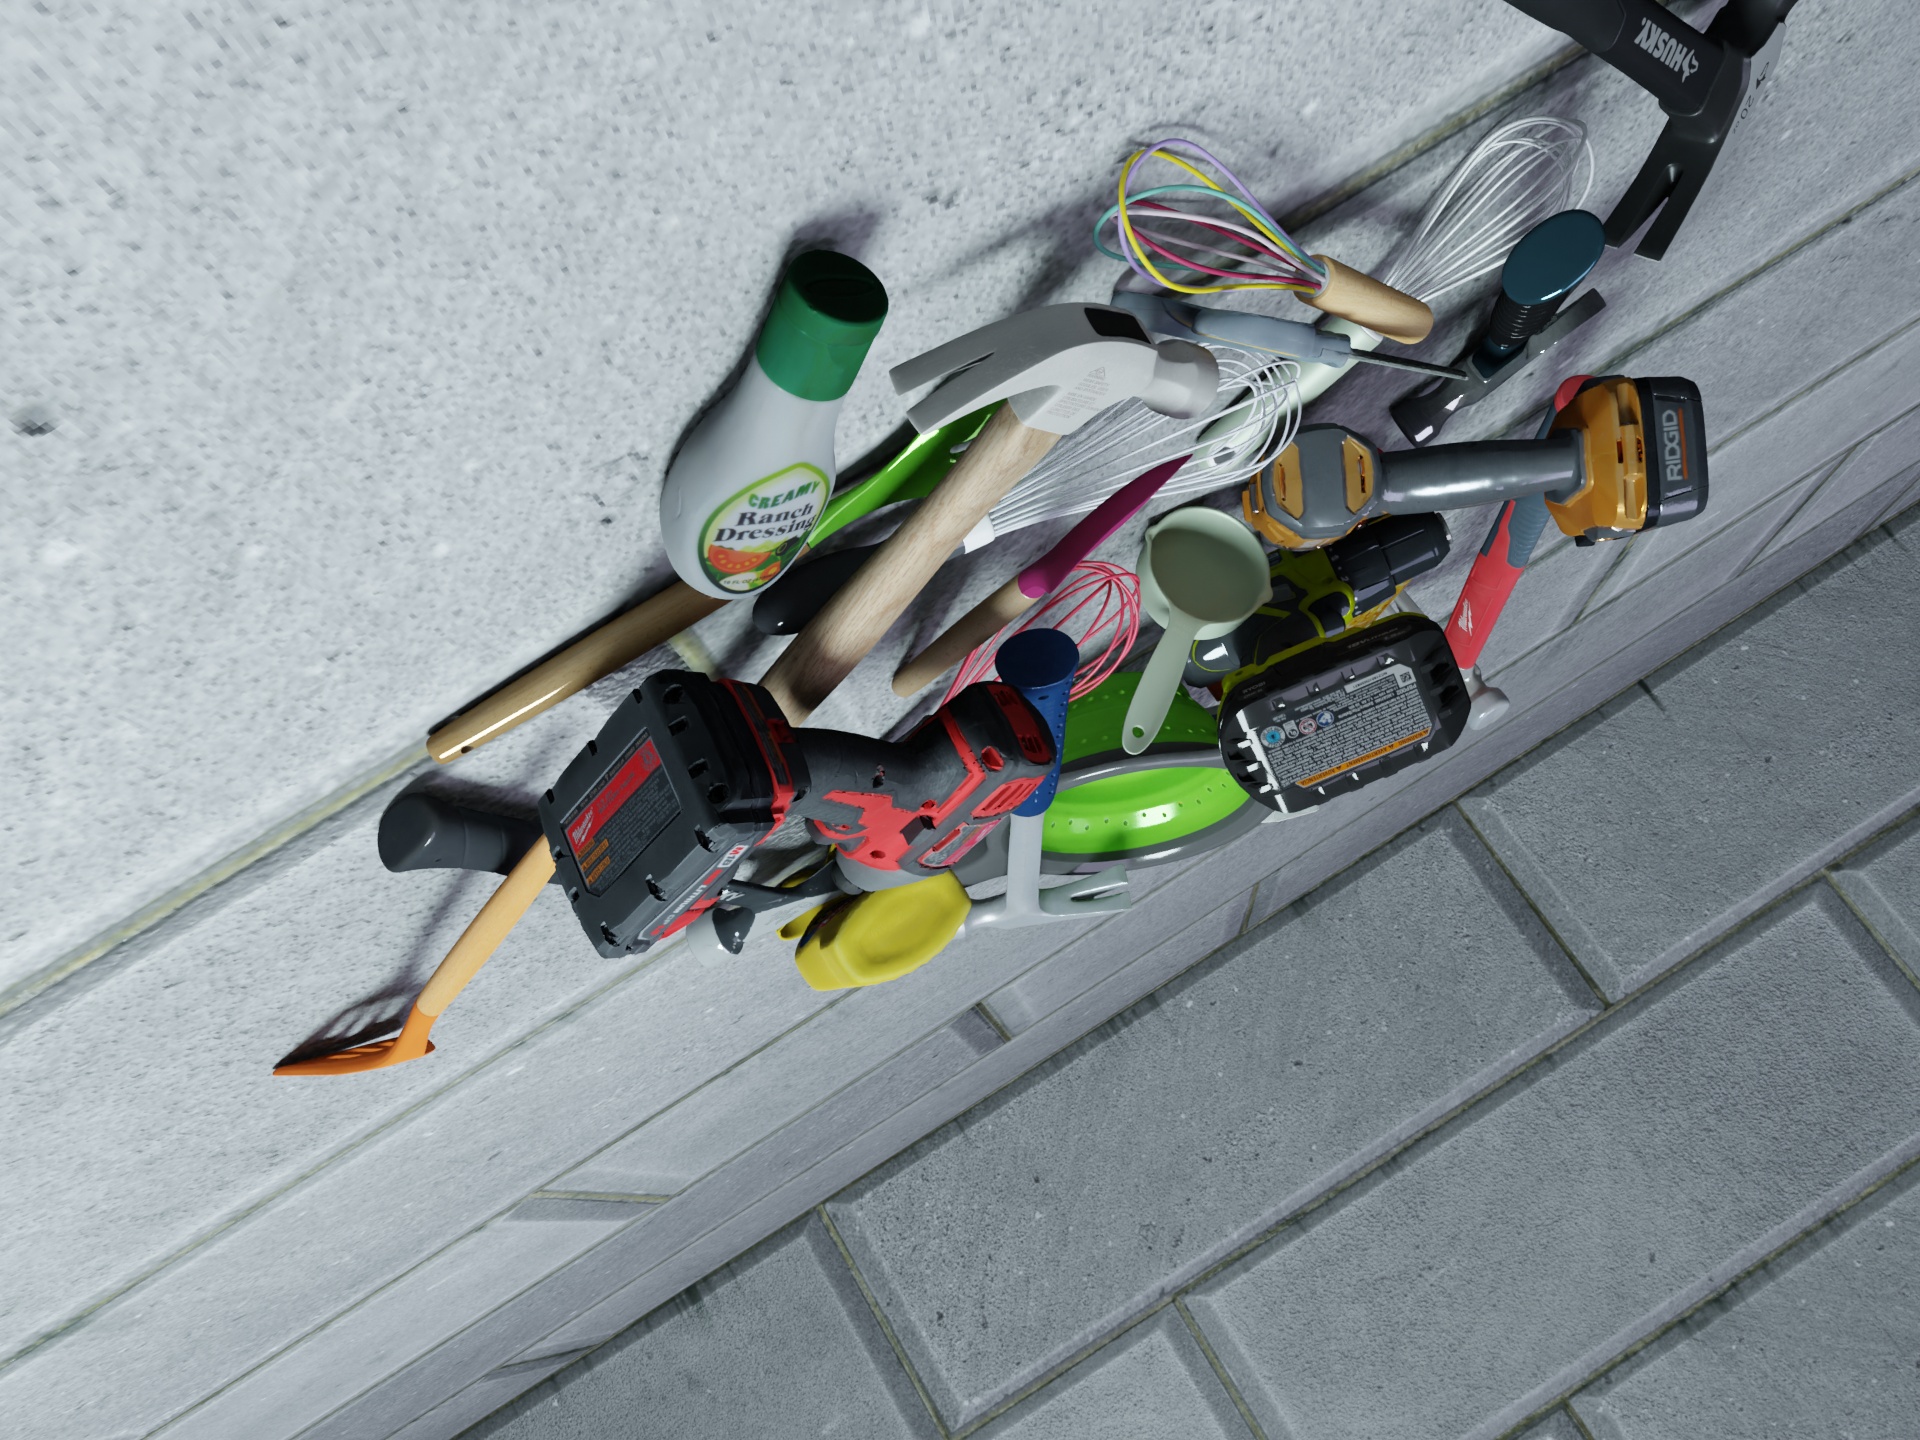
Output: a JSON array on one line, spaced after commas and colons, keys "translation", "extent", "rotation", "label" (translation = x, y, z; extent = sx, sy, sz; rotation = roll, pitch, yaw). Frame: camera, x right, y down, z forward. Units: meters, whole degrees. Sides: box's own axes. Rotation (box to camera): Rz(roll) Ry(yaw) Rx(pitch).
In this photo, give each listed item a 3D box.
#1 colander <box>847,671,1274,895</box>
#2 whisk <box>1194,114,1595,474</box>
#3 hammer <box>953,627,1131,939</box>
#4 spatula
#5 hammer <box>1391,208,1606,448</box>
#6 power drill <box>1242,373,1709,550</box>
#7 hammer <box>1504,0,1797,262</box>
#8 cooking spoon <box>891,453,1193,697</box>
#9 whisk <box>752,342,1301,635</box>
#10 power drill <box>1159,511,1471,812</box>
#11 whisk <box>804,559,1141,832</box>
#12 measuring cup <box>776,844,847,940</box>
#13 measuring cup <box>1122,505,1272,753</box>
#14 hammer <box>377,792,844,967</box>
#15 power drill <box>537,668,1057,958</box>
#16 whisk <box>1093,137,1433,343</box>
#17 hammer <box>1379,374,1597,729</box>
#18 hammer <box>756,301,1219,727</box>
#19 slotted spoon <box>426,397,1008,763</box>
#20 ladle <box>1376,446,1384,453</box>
[{"translation": [0.043, 0.056, 1.134], "extent": [0.397, 0.095, 0.204], "rotation": [-21, 152, 25], "label": "colander"}, {"translation": [0.209, -0.206, 0.797], "extent": [0.057, 0.059, 0.246], "rotation": [34, 126, -22], "label": "whisk"}, {"translation": [0.047, 0.054, 0.975], "extent": [0.144, 0.035, 0.405], "rotation": [-7, 155, -3], "label": "hammer"}, {"translation": [-0.268, 0.127, 0.815], "extent": [0.081, 0.041, 0.322], "rotation": [-9, 154, -44], "label": "spatula"}, {"translation": [0.288, -0.207, 0.826], "extent": [0.128, 0.033, 0.331], "rotation": [-38, 175, 13], "label": "hammer"}, {"translation": [0.272, -0.132, 0.891], "extent": [0.226, 0.084, 0.185], "rotation": [-5, -179, 6], "label": "power drill"}, {"translation": [0.248, -0.278, 0.630], "extent": [0.334, 0.035, 0.146], "rotation": [-5, 122, -47], "label": "hammer"}, {"translation": [0.023, -0.058, 0.768], "extent": [0.069, 0.017, 0.319], "rotation": [-44, -176, -26], "label": "cooking spoon"}, {"translation": [0.034, -0.104, 0.744], "extent": [0.284, 0.070, 0.070], "rotation": [-25, 161, -6], "label": "whisk"}, {"translation": [0.223, -0.051, 0.960], "extent": [0.190, 0.080, 0.229], "rotation": [-24, -157, 12], "label": "power drill"}, {"translation": [-0.001, -0.003, 0.943], "extent": [0.295, 0.073, 0.073], "rotation": [-38, 162, 36], "label": "whisk"}, {"translation": [-0.097, 0.099, 1.096], "extent": [0.062, 0.029, 0.156], "rotation": [-21, 152, -34], "label": "measuring cup"}, {"translation": [0.122, -0.047, 0.915], "extent": [0.168, 0.083, 0.038], "rotation": [-65, -177, -24], "label": "measuring cup"}, {"translation": [-0.175, 0.084, 0.885], "extent": [0.149, 0.036, 0.408], "rotation": [-27, 161, 13], "label": "hammer"}, {"translation": [-0.068, 0.041, 0.721], "extent": [0.219, 0.079, 0.143], "rotation": [-1, 145, -49], "label": "power drill"}, {"translation": [0.138, -0.189, 0.677], "extent": [0.244, 0.047, 0.051], "rotation": [1, 146, -48], "label": "whisk"}, {"translation": [0.387, -0.132, 1.163], "extent": [0.038, 0.143, 0.386], "rotation": [-29, 156, -11], "label": "hammer"}, {"translation": [-0.039, -0.053, 0.687], "extent": [0.130, 0.031, 0.331], "rotation": [3, 142, -46], "label": "hammer"}, {"translation": [-0.090, -0.066, 0.682], "extent": [0.314, 0.031, 0.070], "rotation": [-31, 157, -2], "label": "slotted spoon"}, {"translation": [0.311, -0.160, 1.107], "extent": [0.069, 0.031, 0.315], "rotation": [-44, 160, 32], "label": "ladle"}]
